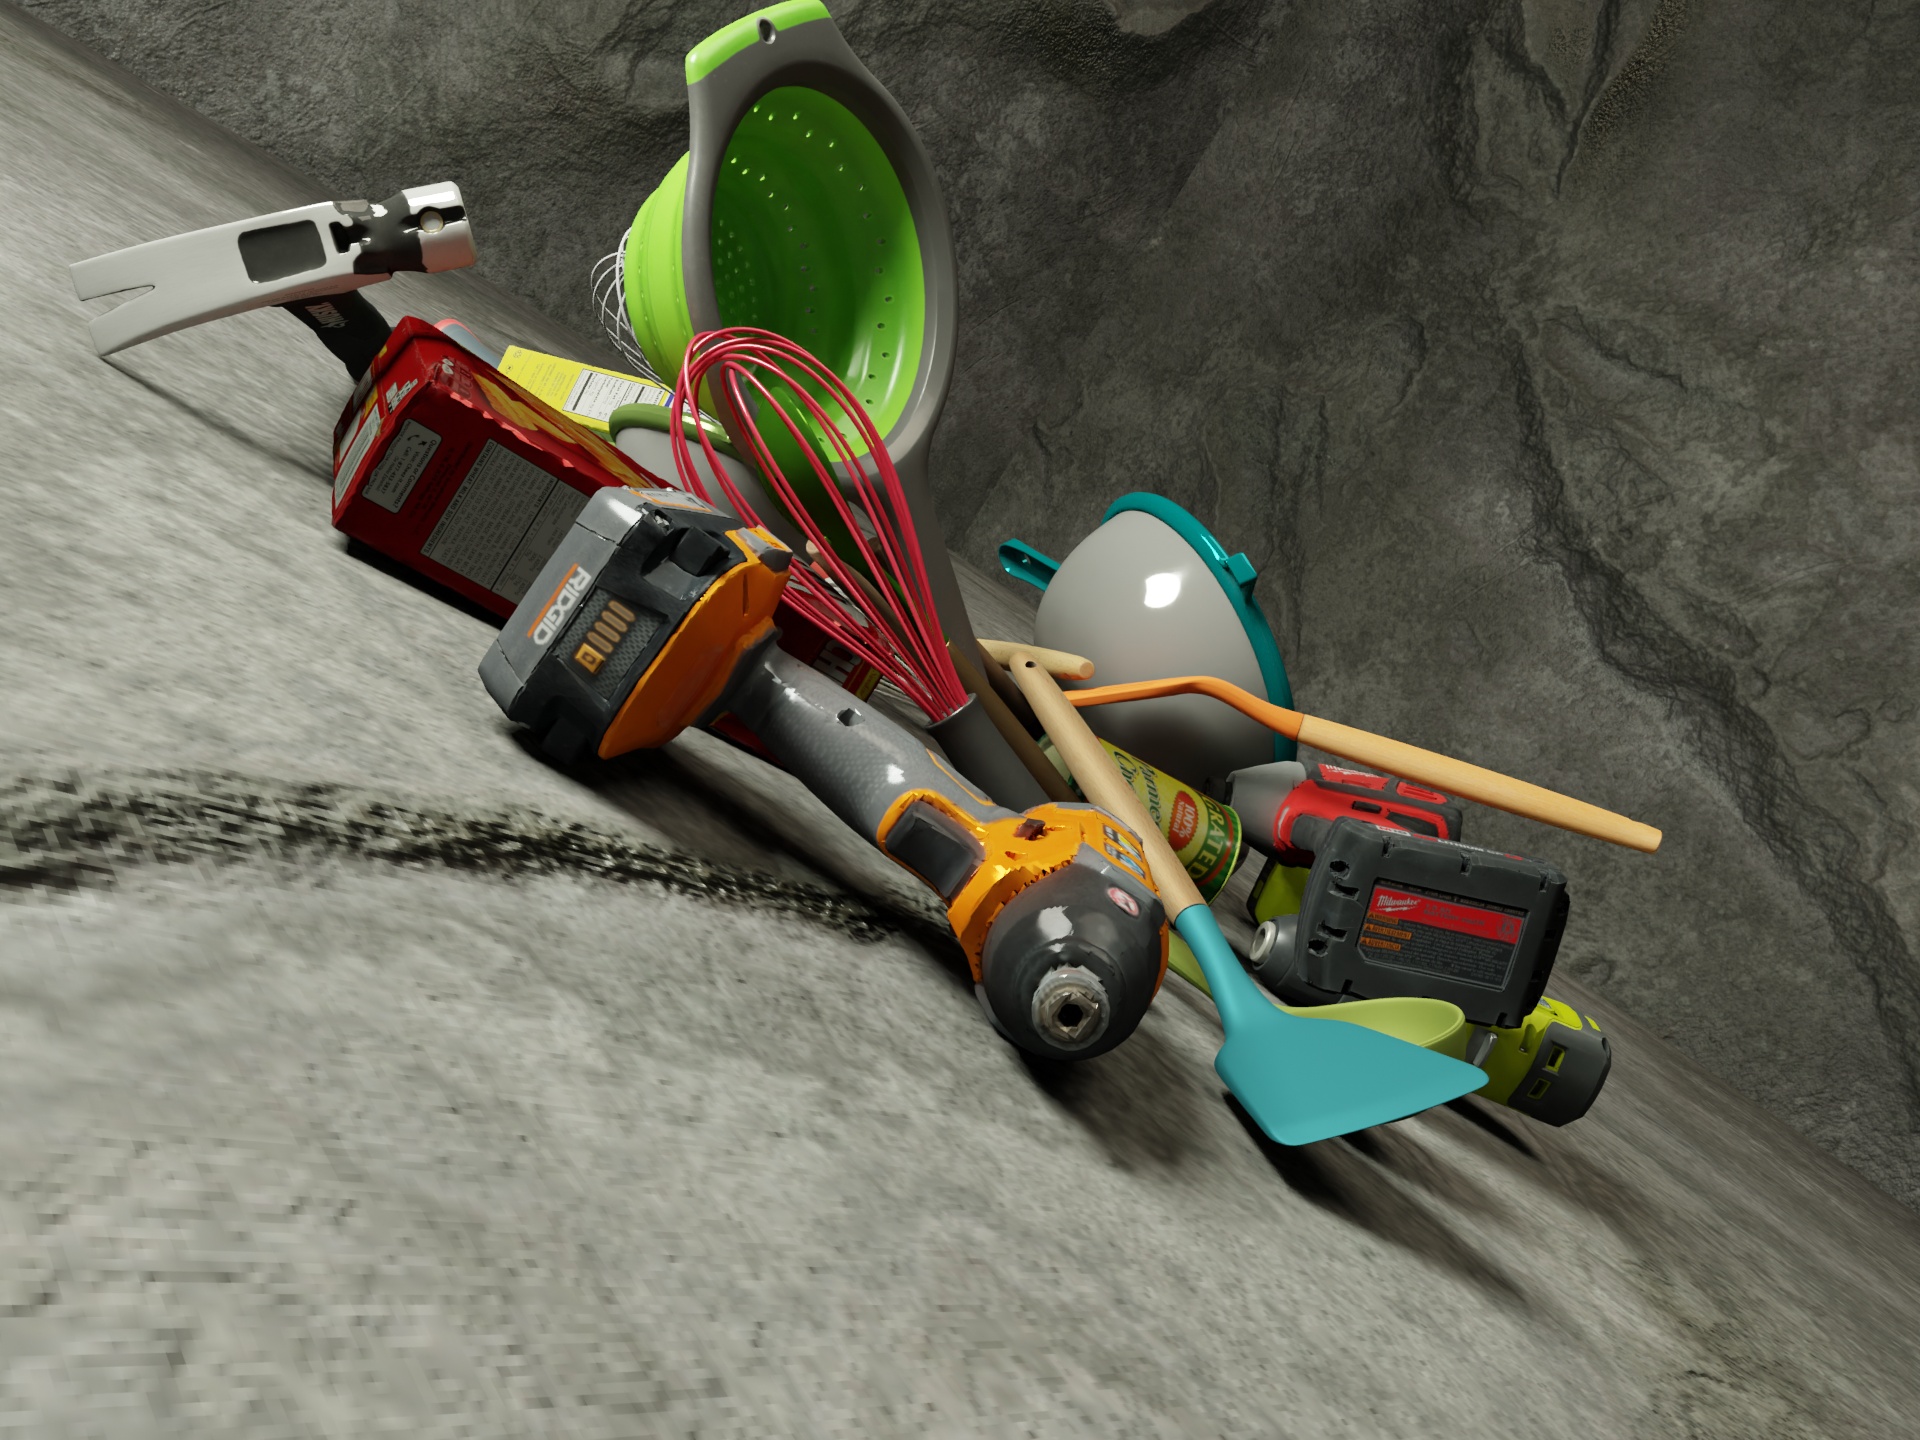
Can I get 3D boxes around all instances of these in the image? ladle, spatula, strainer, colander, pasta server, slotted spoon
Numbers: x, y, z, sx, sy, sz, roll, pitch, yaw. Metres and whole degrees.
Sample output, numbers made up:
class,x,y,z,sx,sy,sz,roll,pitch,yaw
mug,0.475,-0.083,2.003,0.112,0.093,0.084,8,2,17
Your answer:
class,x,y,z,sx,sy,sz,roll,pitch,yaw
ladle,0.066,0.069,0.687,0.320,0.062,0.078,32,23,22
spatula,0.085,0.054,0.646,0.082,0.044,0.318,-12,40,-17
strainer,0.078,-0.048,1.023,0.341,0.095,0.210,39,-30,55
colander,-0.070,-0.140,0.801,0.094,0.204,0.396,3,-55,33
strainer,-0.188,-0.127,0.934,0.256,0.069,0.151,16,-14,27
pasta server,0.022,-0.006,0.830,0.315,0.040,0.060,44,8,-43
spatula,0.030,-0.014,0.975,0.060,0.018,0.315,42,-3,46
slotted spoon,0.004,-0.012,0.703,0.313,0.031,0.070,51,-9,-22
spatula,0.198,0.020,0.832,0.322,0.041,0.081,18,9,10
ladle,0.013,-0.044,1.024,0.069,0.031,0.315,41,-9,-20

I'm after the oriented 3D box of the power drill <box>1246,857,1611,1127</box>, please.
class,x,y,z,sx,sy,sz,roll,pitch,yaw
power drill,0.240,0.134,0.911,0.190,0.080,0.228,23,11,-6

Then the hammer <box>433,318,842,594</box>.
class,x,y,z,sx,sy,sz,roll,pitch,yaw
hammer,-0.237,-0.177,1.110,0.386,0.038,0.143,34,9,15

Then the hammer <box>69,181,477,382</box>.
class,x,y,z,sx,sy,sz,roll,pitch,yaw
hammer,-0.296,-0.188,0.745,0.335,0.146,0.035,-158,-127,-75

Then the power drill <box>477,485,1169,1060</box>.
class,x,y,z,sx,sy,sz,roll,pitch,yaw
power drill,-0.031,0.020,0.502,0.226,0.084,0.164,36,8,-2

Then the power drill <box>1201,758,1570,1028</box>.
class,x,y,z,sx,sy,sz,roll,pitch,yaw
power drill,0.206,0.072,0.812,0.143,0.078,0.220,13,11,-3

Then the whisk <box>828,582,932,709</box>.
class,x,y,z,sx,sy,sz,roll,pitch,yaw
whisk,-0.002,-0.003,0.950,0.246,0.057,0.059,35,41,-3

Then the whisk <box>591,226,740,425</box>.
class,x,y,z,sx,sy,sz,roll,pitch,yaw
whisk,-0.125,-0.172,0.906,0.070,0.070,0.284,37,-9,31

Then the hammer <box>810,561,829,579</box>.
class,x,y,z,sx,sy,sz,roll,pitch,yaw
hammer,-0.007,-0.053,1.234,0.359,0.036,0.149,34,7,-4

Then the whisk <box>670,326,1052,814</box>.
class,x,y,z,sx,sy,sz,roll,pitch,yaw
whisk,-0.015,-0.019,0.604,0.295,0.073,0.073,56,3,-10
